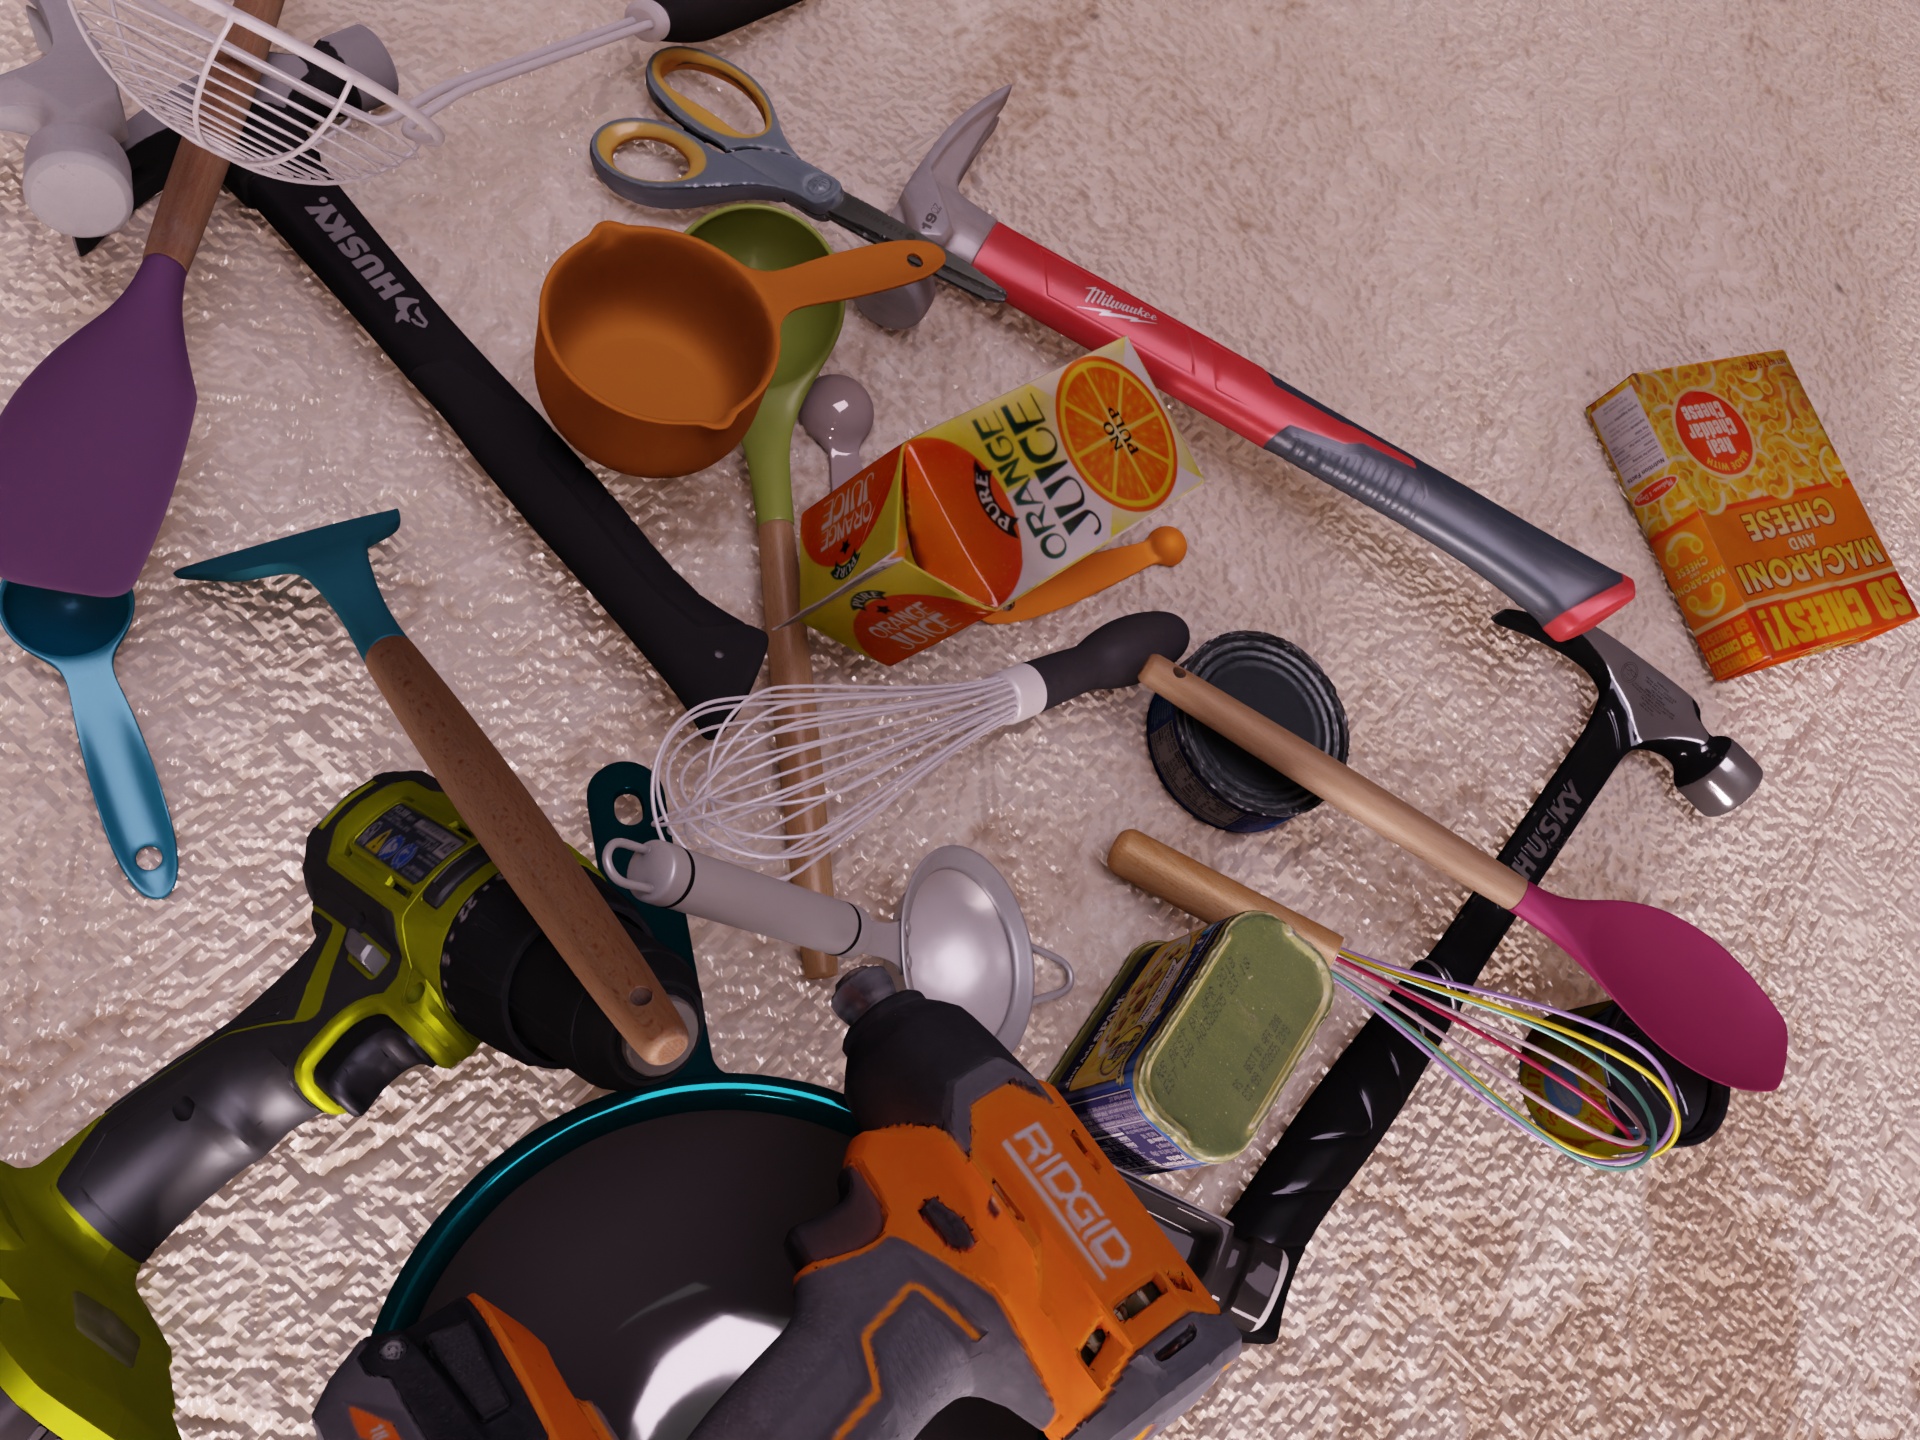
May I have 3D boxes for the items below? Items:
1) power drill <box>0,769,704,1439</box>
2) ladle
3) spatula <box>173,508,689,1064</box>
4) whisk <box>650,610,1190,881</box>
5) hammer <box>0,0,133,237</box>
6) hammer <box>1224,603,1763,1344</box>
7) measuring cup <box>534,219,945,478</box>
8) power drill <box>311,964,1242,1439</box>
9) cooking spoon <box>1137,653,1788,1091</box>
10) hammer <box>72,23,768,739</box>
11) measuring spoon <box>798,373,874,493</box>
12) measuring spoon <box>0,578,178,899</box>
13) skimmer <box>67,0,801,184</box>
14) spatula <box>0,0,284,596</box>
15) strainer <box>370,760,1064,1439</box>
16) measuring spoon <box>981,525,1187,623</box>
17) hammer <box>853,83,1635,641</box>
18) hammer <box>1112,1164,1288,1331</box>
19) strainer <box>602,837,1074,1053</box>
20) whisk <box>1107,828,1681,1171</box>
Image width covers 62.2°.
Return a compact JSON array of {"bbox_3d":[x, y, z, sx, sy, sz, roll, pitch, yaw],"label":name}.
[{"bbox_3d":[-0.193,0.118,0.461,0.228,0.191,0.080,-45,127,-23],"label":"power drill"},{"bbox_3d":[-0.072,-0.058,0.639,0.078,0.062,0.320,-6,75,-6],"label":"ladle"},{"bbox_3d":[-0.163,0.001,0.492,0.082,0.044,0.318,-22,47,-28],"label":"spatula"},{"bbox_3d":[-0.001,-0.001,0.626,0.284,0.070,0.070,-20,79,-41],"label":"whisk"},{"bbox_3d":[-0.499,-0.199,0.523,0.405,0.035,0.144,-11,52,-20],"label":"hammer"},{"bbox_3d":[0.216,0.102,0.701,0.149,0.036,0.409,45,62,1],"label":"hammer"},{"bbox_3d":[-0.083,-0.150,0.619,0.173,0.052,0.095,-24,77,-30],"label":"measuring cup"},{"bbox_3d":[-0.052,0.168,0.442,0.226,0.084,0.164,-23,61,-31],"label":"power drill"},{"bbox_3d":[0.213,0.060,0.670,0.319,0.017,0.069,32,54,-1],"label":"cooking spoon"},{"bbox_3d":[-0.195,-0.124,0.615,0.146,0.035,0.335,-38,83,-28],"label":"hammer"},{"bbox_3d":[-0.044,-0.095,0.684,0.034,0.018,0.124,-5,73,-23],"label":"measuring spoon"},{"bbox_3d":[-0.298,0.002,0.555,0.042,0.021,0.128,-18,87,-26],"label":"measuring spoon"},{"bbox_3d":[-0.168,-0.296,0.635,0.127,0.090,0.363,27,45,23],"label":"skimmer"},{"bbox_3d":[-0.286,-0.186,0.581,0.059,0.018,0.316,11,65,-12],"label":"spatula"},{"bbox_3d":[-0.093,0.176,0.534,0.211,0.095,0.341,-6,55,-18],"label":"strainer"},{"bbox_3d":[0.057,-0.066,0.715,0.117,0.011,0.021,-21,79,-26],"label":"measuring spoon"},{"bbox_3d":[0.147,-0.158,0.750,0.386,0.038,0.143,29,62,-3],"label":"hammer"},{"bbox_3d":[-0.004,0.310,0.531,0.127,0.034,0.337,24,67,6],"label":"hammer"},{"bbox_3d":[-0.038,0.073,0.555,0.258,0.050,0.087,30,54,-55],"label":"strainer"},{"bbox_3d":[0.169,0.111,0.642,0.245,0.047,0.051,28,64,14],"label":"whisk"}]
